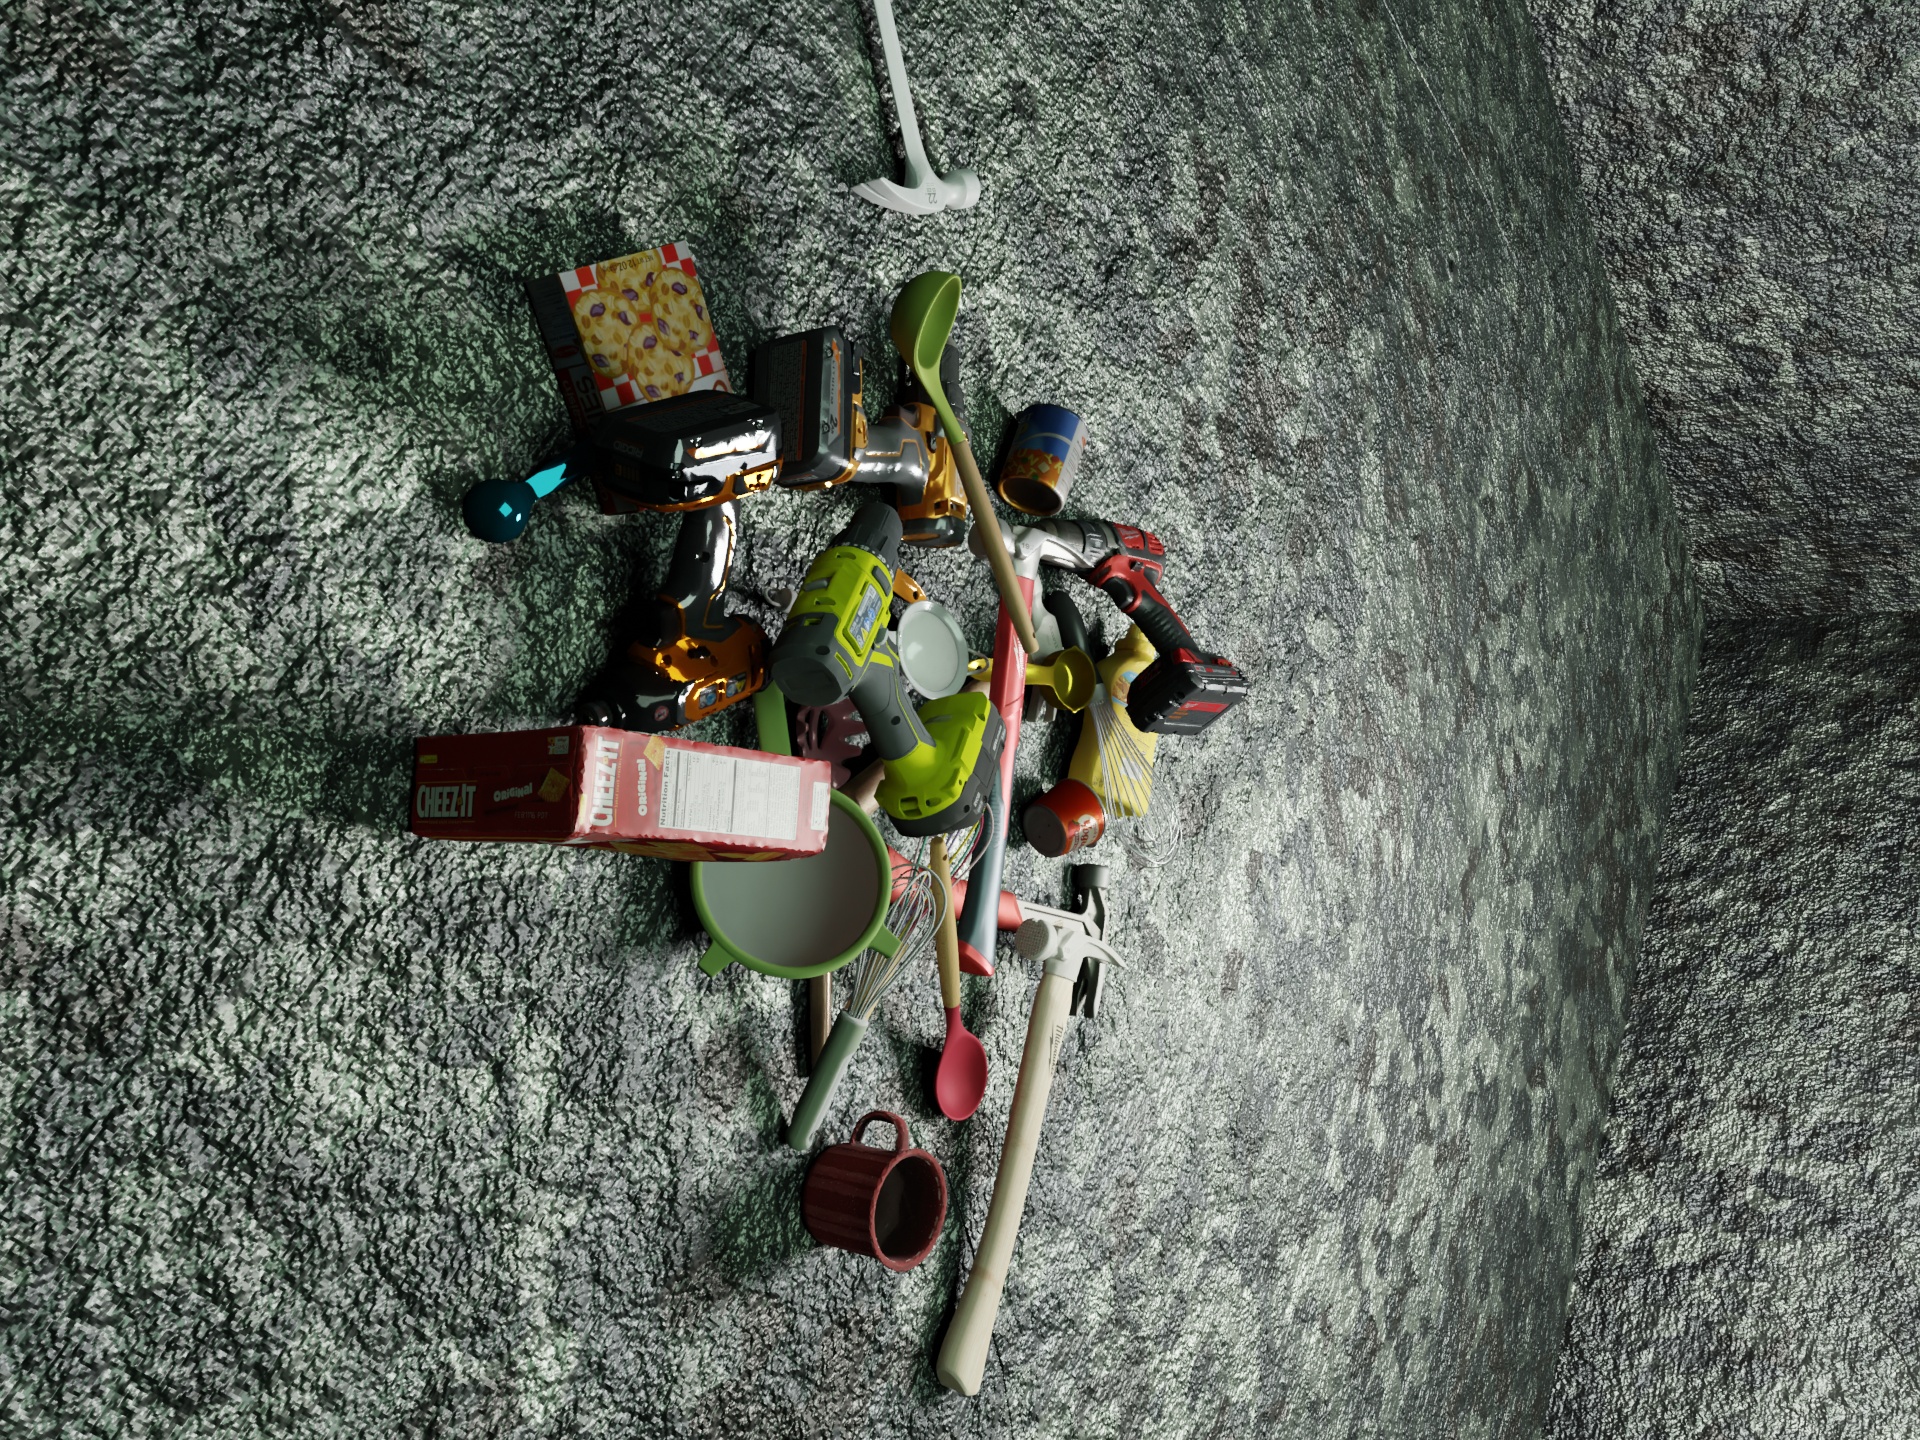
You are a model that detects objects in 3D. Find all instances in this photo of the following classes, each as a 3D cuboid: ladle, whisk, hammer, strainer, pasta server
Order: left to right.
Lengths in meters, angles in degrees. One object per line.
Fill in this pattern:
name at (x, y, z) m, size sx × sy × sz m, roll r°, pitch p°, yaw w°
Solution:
strainer at (-0.140, 0.073, 1.208) m, size 0.151 × 0.069 × 0.256 m, roll -4°, pitch 72°, yaw -19°
pasta server at (-0.107, 0.127, 1.261) m, size 0.060 × 0.040 × 0.316 m, roll 0°, pitch 90°, yaw -39°
whisk at (-0.078, 0.223, 1.230) m, size 0.246 × 0.059 × 0.058 m, roll -65°, pitch 169°, yaw 5°
hammer at (-0.075, -0.630, 1.328) m, size 0.144 × 0.035 × 0.405 m, roll -29°, pitch 111°, yaw -48°
strainer at (-0.071, -0.072, 1.301) m, size 0.258 × 0.050 × 0.087 m, roll 19°, pitch 66°, yaw -51°
whisk at (-0.041, 0.158, 1.288) m, size 0.051 × 0.047 × 0.245 m, roll 35°, pitch 83°, yaw -47°
ladle at (-0.009, 0.216, 1.317) m, size 0.069 × 0.031 × 0.315 m, roll -42°, pitch 141°, yaw -39°
hammer at (-0.002, -0.004, 1.404) m, size 0.331 × 0.031 × 0.130 m, roll -42°, pitch 120°, yaw -44°
ladle at (0.017, -0.203, 1.285) m, size 0.078 × 0.062 × 0.320 m, roll -49°, pitch 123°, yaw -57°
hammer at (0.027, 0.177, 1.430) m, size 0.358 × 0.037 × 0.149 m, roll 21°, pitch 72°, yaw -50°
hammer at (0.044, 0.027, 1.379) m, size 0.143 × 0.038 × 0.386 m, roll 12°, pitch 83°, yaw -50°
hammer at (0.057, 0.391, 1.431) m, size 0.146 × 0.038 × 0.411 m, roll 27°, pitch 74°, yaw -49°
whisk at (0.140, 0.006, 1.512) m, size 0.070 × 0.070 × 0.285 m, roll -6°, pitch 71°, yaw -52°

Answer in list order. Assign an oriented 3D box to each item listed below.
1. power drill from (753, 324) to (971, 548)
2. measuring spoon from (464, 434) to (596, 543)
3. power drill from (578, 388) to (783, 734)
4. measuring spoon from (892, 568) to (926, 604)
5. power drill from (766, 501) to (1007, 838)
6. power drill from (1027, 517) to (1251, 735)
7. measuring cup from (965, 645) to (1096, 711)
power drill at (-0.067, -0.251, 1.295) m, size 0.226 × 0.084 × 0.185 m, roll 13°, pitch 76°, yaw -55°
measuring spoon at (-0.267, -0.160, 1.049) m, size 0.128 × 0.021 × 0.042 m, roll -38°, pitch 115°, yaw -24°
power drill at (-0.195, -0.097, 1.083) m, size 0.164 × 0.084 × 0.226 m, roll -30°, pitch 134°, yaw -48°
measuring spoon at (-0.065, -0.124, 1.348) m, size 0.116 × 0.011 × 0.021 m, roll 32°, pitch 65°, yaw -50°
power drill at (-0.050, -0.039, 1.231) m, size 0.228 × 0.080 × 0.191 m, roll 58°, pitch 36°, yaw -35°
power drill at (0.162, -0.101, 1.518) m, size 0.187 × 0.080 × 0.227 m, roll 4°, pitch 52°, yaw -49°
measuring cup at (0.058, -0.041, 1.443) m, size 0.156 × 0.029 × 0.062 m, roll 4°, pitch 84°, yaw -39°
